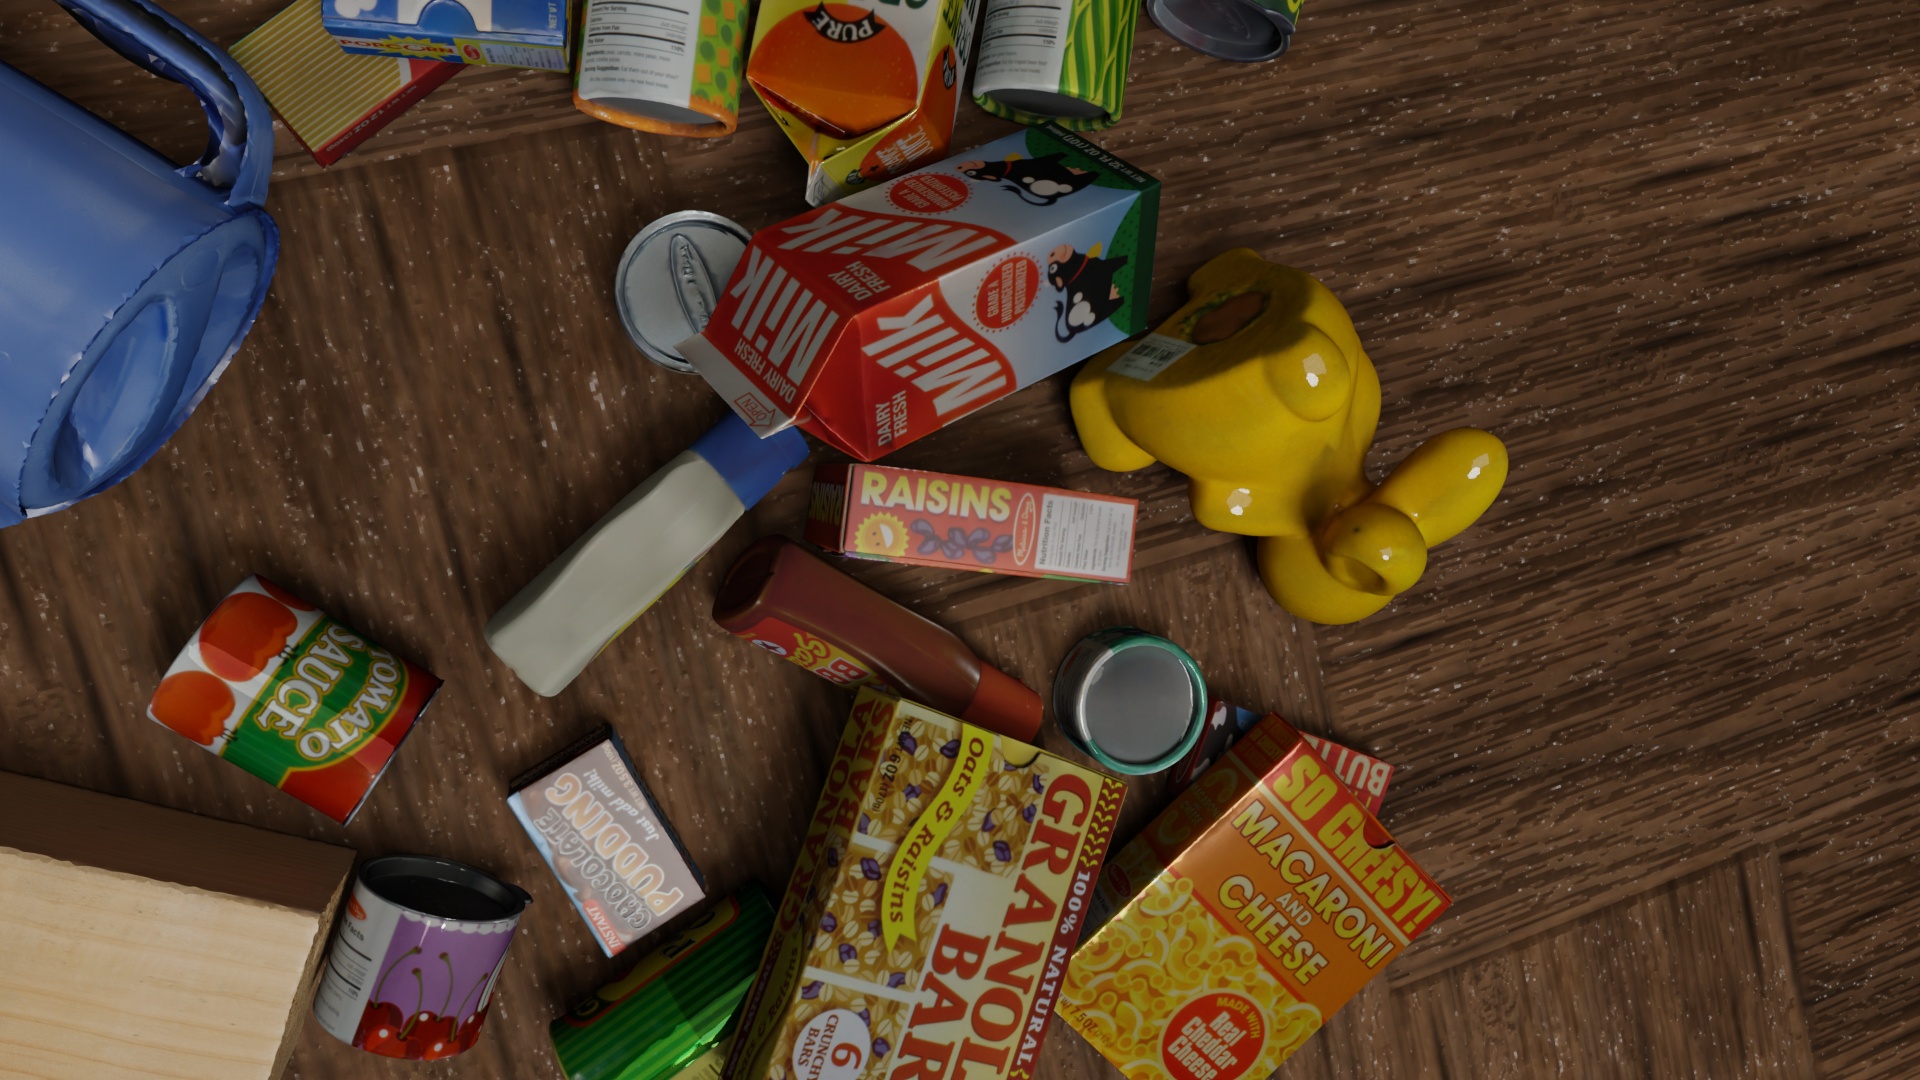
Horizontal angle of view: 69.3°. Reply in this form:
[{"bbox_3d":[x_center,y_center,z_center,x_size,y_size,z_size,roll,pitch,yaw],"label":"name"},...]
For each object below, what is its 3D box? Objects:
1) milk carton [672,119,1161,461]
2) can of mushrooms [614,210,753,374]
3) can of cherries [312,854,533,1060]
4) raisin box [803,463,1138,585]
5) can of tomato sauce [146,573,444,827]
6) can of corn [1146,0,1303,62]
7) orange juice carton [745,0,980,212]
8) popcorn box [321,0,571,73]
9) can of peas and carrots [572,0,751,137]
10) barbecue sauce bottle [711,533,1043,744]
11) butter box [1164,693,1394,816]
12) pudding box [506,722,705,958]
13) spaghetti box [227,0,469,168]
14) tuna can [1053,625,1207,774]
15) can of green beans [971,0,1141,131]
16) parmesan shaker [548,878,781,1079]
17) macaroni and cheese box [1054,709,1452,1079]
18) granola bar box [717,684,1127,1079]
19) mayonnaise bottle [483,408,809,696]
[{"bbox_3d":[-0.015,-0.096,0.557,0.191,0.072,0.073,-27,139,-25],"label":"milk carton"},{"bbox_3d":[-0.109,-0.104,0.585,0.071,0.033,0.071,-1,93,-15],"label":"can of mushrooms"},{"bbox_3d":[-0.214,0.166,0.557,0.071,0.071,0.058,19,89,-16],"label":"can of cherries"},{"bbox_3d":[0.002,-0.007,0.594,0.123,0.086,0.040,7,92,-16],"label":"raisin box"},{"bbox_3d":[-0.255,0.061,0.537,0.083,0.071,0.071,34,85,-15],"label":"can of tomato sauce"},{"bbox_3d":[0.126,-0.256,0.620,0.071,0.071,0.058,21,88,-16],"label":"can of corn"},{"bbox_3d":[-0.034,-0.225,0.567,0.073,0.072,0.192,12,91,8],"label":"orange juice carton"},{"bbox_3d":[-0.189,-0.245,0.520,0.085,0.038,0.126,1,89,-13],"label":"popcorn box"},{"bbox_3d":[-0.119,-0.199,0.561,0.071,0.071,0.058,6,93,-16],"label":"can of peas and carrots"},{"bbox_3d":[-0.031,0.050,0.604,0.148,0.064,0.044,31,68,-24],"label":"barbecue sauce bottle"},{"bbox_3d":[0.156,0.116,0.677,0.103,0.024,0.053,21,89,-15],"label":"butter box"},{"bbox_3d":[-0.150,0.127,0.590,0.050,0.030,0.083,-30,101,-10],"label":"pudding box"},{"bbox_3d":[-0.173,-0.246,0.560,0.250,0.028,0.050,-41,102,-9],"label":"spaghetti box"},{"bbox_3d":[0.082,0.075,0.649,0.071,0.033,0.071,-1,94,-15],"label":"tuna can"},{"bbox_3d":[0.042,-0.215,0.602,0.071,0.071,0.057,9,92,-16],"label":"can of green beans"},{"bbox_3d":[-0.111,0.200,0.590,0.103,0.071,0.071,-35,102,-11],"label":"parmesan shaker"},{"bbox_3d":[0.129,0.181,0.648,0.166,0.040,0.123,-43,108,1],"label":"macaroni and cheese box"},{"bbox_3d":[-0.011,0.158,0.570,0.124,0.039,0.166,25,79,-29],"label":"granola bar box"},{"bbox_3d":[-0.127,0.000,0.573,0.148,0.064,0.041,-44,102,-12],"label":"mayonnaise bottle"}]
